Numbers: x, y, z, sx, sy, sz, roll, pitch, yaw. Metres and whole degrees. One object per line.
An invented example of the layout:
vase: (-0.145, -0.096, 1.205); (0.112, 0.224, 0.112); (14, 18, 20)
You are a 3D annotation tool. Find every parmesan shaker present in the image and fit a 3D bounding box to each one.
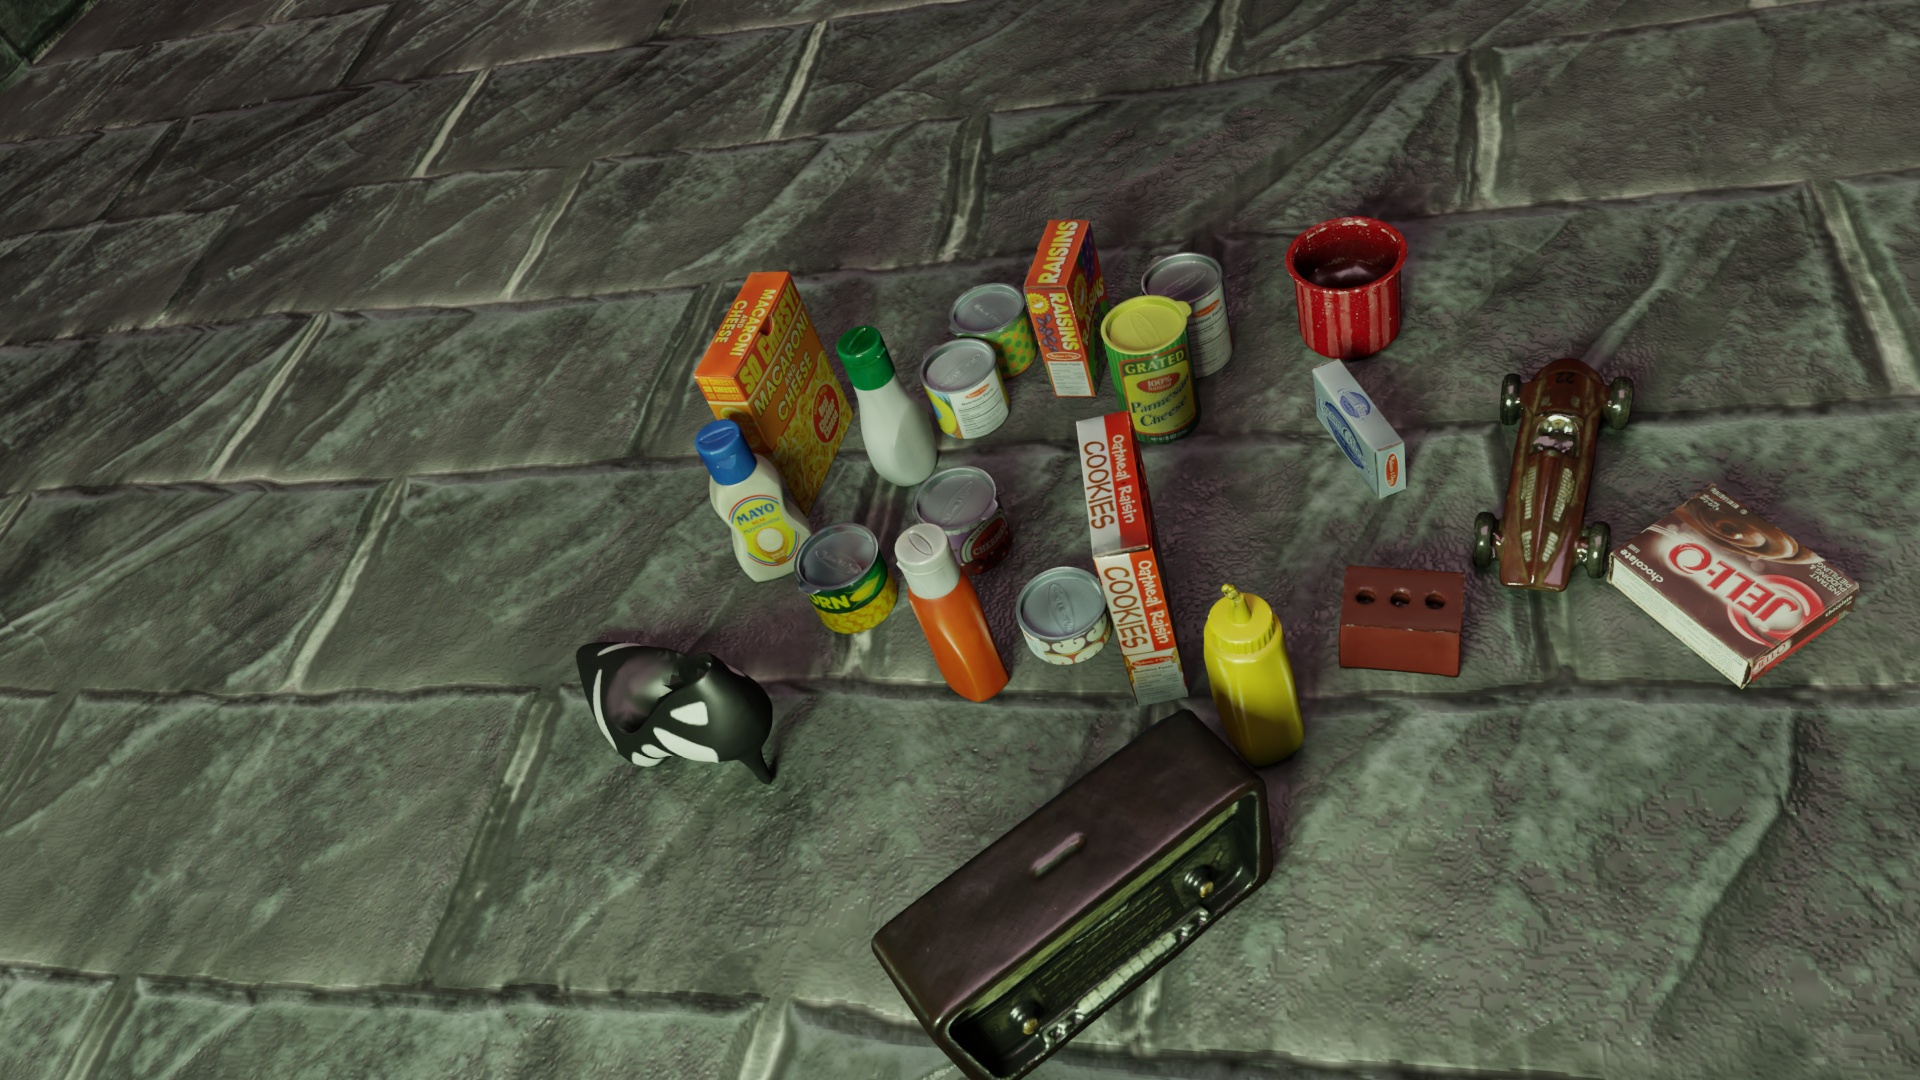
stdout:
parmesan shaker: (0.155, -0.135, 1.100); (0.071, 0.102, 0.072); (-10, 48, 11)

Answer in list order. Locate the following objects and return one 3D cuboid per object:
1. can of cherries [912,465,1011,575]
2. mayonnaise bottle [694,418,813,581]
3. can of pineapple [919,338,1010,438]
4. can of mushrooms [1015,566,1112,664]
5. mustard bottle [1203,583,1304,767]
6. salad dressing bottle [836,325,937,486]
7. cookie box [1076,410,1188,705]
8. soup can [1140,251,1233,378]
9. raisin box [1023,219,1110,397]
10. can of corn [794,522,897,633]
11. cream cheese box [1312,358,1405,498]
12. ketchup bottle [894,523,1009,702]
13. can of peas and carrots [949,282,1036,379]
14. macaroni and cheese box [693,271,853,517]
can of cherries: (0.004, -0.013, 1.075); (0.071, 0.058, 0.072); (-9, 48, 11)
mayonnaise bottle: (-0.163, -0.031, 1.086); (0.065, 0.147, 0.041); (-23, 47, -1)
can of pineapple: (0.004, -0.130, 1.178); (0.071, 0.057, 0.071); (-9, 48, 11)
can of mushrooms: (0.078, 0.054, 1.008); (0.071, 0.033, 0.071); (-9, 48, 11)
mustard bottle: (0.181, 0.078, 0.866); (0.049, 0.159, 0.065); (-23, 47, -1)
salad dressing bottle: (-0.060, -0.107, 1.118); (0.044, 0.147, 0.064); (13, 56, 28)
cookie box: (0.117, 0.014, 0.939); (0.040, 0.166, 0.123); (-11, 48, 9)
soup can: (0.187, -0.187, 1.149); (0.071, 0.083, 0.072); (-10, 48, 11)
raisin box: (0.092, -0.193, 1.158); (0.040, 0.122, 0.086); (4, 52, 22)
can of corn: (-0.089, 0.031, 1.067); (0.071, 0.058, 0.071); (-9, 48, 11)
cream cheese box: (0.298, -0.085, 1.042); (0.024, 0.053, 0.104); (-22, 47, 0)
ketchup bottle: (-0.008, 0.049, 0.963); (0.043, 0.148, 0.065); (-35, 48, -12)
can of peas and carrots: (0.027, -0.180, 1.213); (0.071, 0.058, 0.071); (-9, 48, 11)
macaroni and cheese box: (-0.149, -0.119, 1.145); (0.040, 0.165, 0.124); (4, 52, 22)
